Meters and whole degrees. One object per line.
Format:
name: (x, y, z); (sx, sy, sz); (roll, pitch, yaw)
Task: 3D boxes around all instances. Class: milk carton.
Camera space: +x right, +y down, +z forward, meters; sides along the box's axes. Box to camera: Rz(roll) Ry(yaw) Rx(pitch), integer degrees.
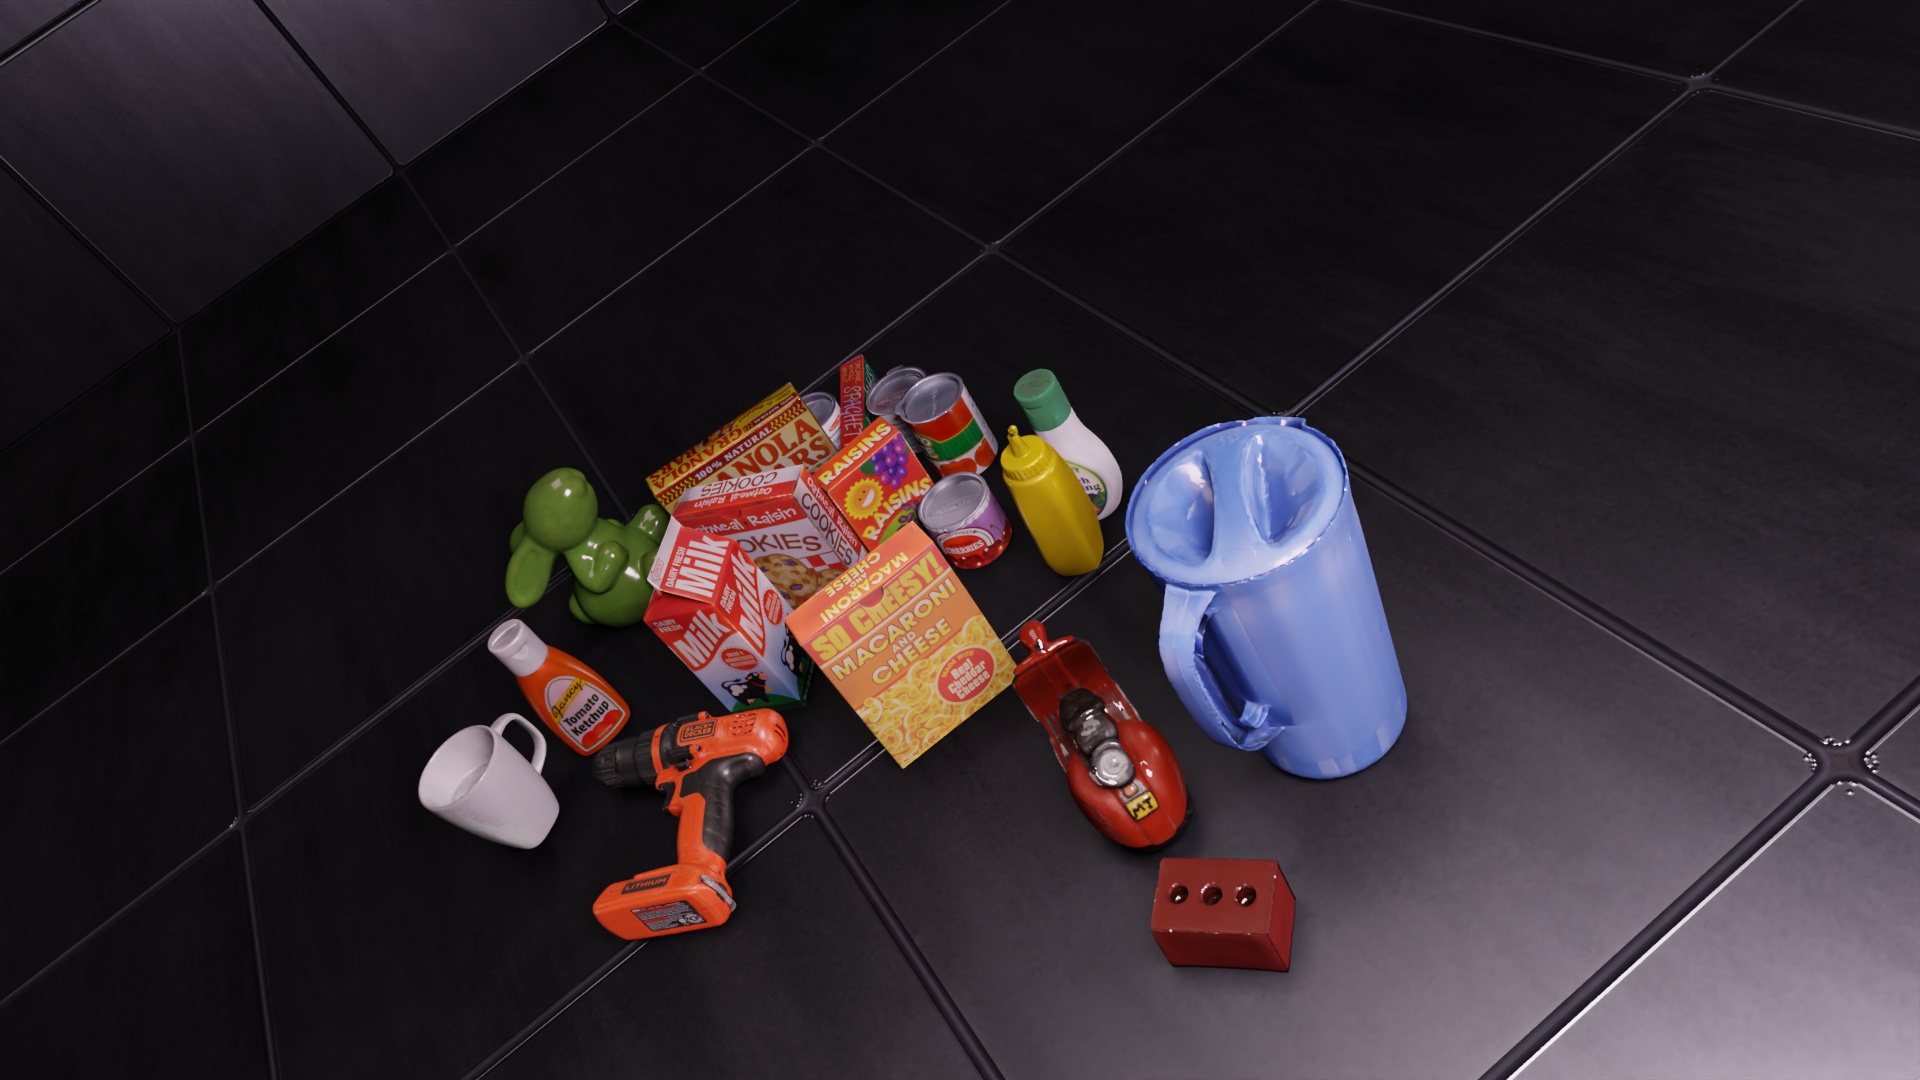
milk carton: (-0.199, 0.065, 1.167); (0.073, 0.189, 0.073); (-12, 44, 23)

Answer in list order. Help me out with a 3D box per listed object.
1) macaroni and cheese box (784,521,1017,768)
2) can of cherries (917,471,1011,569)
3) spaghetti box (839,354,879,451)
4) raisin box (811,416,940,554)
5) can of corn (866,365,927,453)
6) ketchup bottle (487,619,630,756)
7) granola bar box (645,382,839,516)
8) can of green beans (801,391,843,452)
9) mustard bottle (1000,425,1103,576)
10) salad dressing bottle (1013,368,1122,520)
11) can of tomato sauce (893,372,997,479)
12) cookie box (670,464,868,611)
macaroni and cheese box: (-0.040, 0.083, 1.066); (0.124, 0.166, 0.040); (-38, 40, -6)
can of cherries: (0.004, -0.015, 1.220); (0.071, 0.058, 0.072); (-18, 42, 17)
spaghetti box: (-0.095, -0.089, 1.363); (0.028, 0.050, 0.251); (-21, 41, 14)
raisin box: (-0.066, -0.036, 1.235); (0.086, 0.123, 0.040); (-41, 41, -10)
can of corn: (-0.050, -0.129, 1.370); (0.071, 0.058, 0.071); (-18, 42, 17)
ketchup bottle: (-0.361, 0.128, 1.240); (0.065, 0.148, 0.043); (-45, 41, -14)
granola bar box: (-0.198, -0.057, 1.340); (0.165, 0.123, 0.039); (-35, 40, -2)
can of green beans: (-0.142, -0.107, 1.407); (0.071, 0.057, 0.071); (-18, 42, 17)
mustard bottle: (0.069, -0.039, 1.123); (0.049, 0.159, 0.066); (-15, 43, 20)
salad dressing bottle: (0.089, -0.079, 1.160); (0.064, 0.147, 0.044); (-1, 49, 32)
can of tomato sauce: (-0.012, -0.104, 1.301); (0.071, 0.082, 0.071); (-18, 42, 17)
cookie box: (-0.153, 0.012, 1.208); (0.123, 0.166, 0.040); (-10, 45, 24)
